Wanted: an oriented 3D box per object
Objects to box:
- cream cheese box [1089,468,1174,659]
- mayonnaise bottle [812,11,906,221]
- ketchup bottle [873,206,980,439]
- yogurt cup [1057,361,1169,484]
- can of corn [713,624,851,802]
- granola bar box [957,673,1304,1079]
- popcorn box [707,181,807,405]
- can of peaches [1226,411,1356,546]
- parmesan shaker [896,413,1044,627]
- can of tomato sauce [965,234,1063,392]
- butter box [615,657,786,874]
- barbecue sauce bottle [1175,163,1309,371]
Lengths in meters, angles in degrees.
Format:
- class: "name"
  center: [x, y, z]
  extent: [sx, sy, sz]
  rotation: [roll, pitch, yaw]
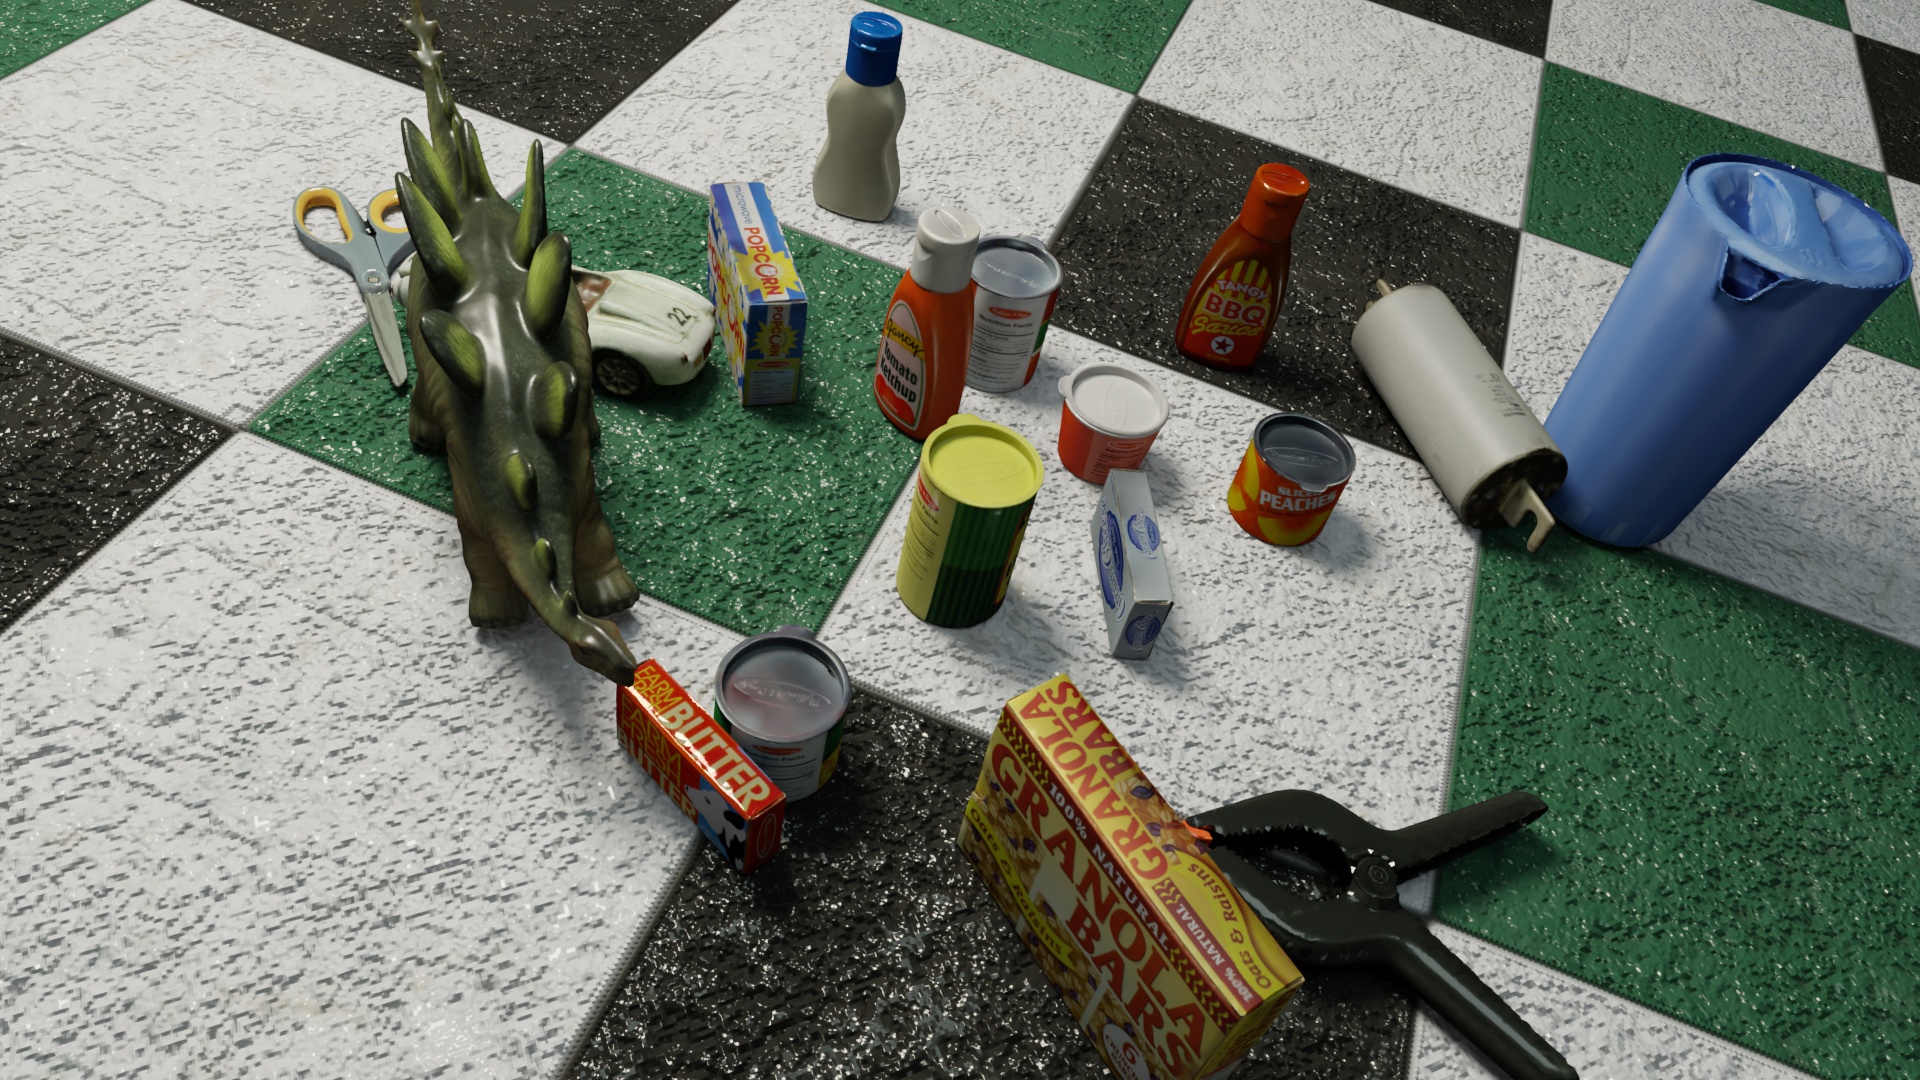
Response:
- class: "cream cheese box"
  center: [0.099, 0.013, 0.811]
  extent: [0.024, 0.053, 0.104]
  rotation: [4, 47, -10]
- class: "mayonnaise bottle"
  center: [-0.069, -0.303, 0.997]
  extent: [0.065, 0.147, 0.041]
  rotation: [16, 47, 2]
- class: "ketchup bottle"
  center: [-0.018, -0.134, 0.853]
  extent: [0.044, 0.148, 0.065]
  rotation: [-22, 57, -30]
- class: "yogurt cup"
  center: [0.094, -0.073, 0.889]
  extent: [0.072, 0.053, 0.073]
  rotation: [7, 47, -7]
- class: "can of corn"
  center: [-0.090, 0.087, 0.695]
  extent: [0.071, 0.058, 0.071]
  rotation: [7, 47, -7]
- class: "granola bar box"
  center: [0.066, 0.161, 0.619]
  extent: [0.039, 0.123, 0.166]
  rotation: [-20, 56, -28]
- class: "popcorn box"
  center: [-0.133, -0.160, 0.893]
  extent: [0.038, 0.084, 0.127]
  rotation: [-7, 50, -19]
- class: "can of peaches"
  center: [0.209, -0.037, 0.880]
  extent: [0.071, 0.057, 0.071]
  rotation: [7, 47, -7]
- class: "parmesan shaker"
  center: [0.003, -0.010, 0.775]
  extent: [0.071, 0.102, 0.072]
  rotation: [7, 47, -7]
- class: "can of tomato sauce"
  center: [0.027, -0.152, 0.925]
  extent: [0.071, 0.082, 0.071]
  rotation: [7, 47, -7]
- class: "butter box"
  center: [-0.127, 0.108, 0.670]
  extent: [0.104, 0.052, 0.024]
  rotation: [41, 52, 23]
- class: "barbecue sauce bottle"
  center: [0.197, -0.186, 0.953]
  extent: [0.065, 0.147, 0.044]
  rotation: [16, 47, 1]
